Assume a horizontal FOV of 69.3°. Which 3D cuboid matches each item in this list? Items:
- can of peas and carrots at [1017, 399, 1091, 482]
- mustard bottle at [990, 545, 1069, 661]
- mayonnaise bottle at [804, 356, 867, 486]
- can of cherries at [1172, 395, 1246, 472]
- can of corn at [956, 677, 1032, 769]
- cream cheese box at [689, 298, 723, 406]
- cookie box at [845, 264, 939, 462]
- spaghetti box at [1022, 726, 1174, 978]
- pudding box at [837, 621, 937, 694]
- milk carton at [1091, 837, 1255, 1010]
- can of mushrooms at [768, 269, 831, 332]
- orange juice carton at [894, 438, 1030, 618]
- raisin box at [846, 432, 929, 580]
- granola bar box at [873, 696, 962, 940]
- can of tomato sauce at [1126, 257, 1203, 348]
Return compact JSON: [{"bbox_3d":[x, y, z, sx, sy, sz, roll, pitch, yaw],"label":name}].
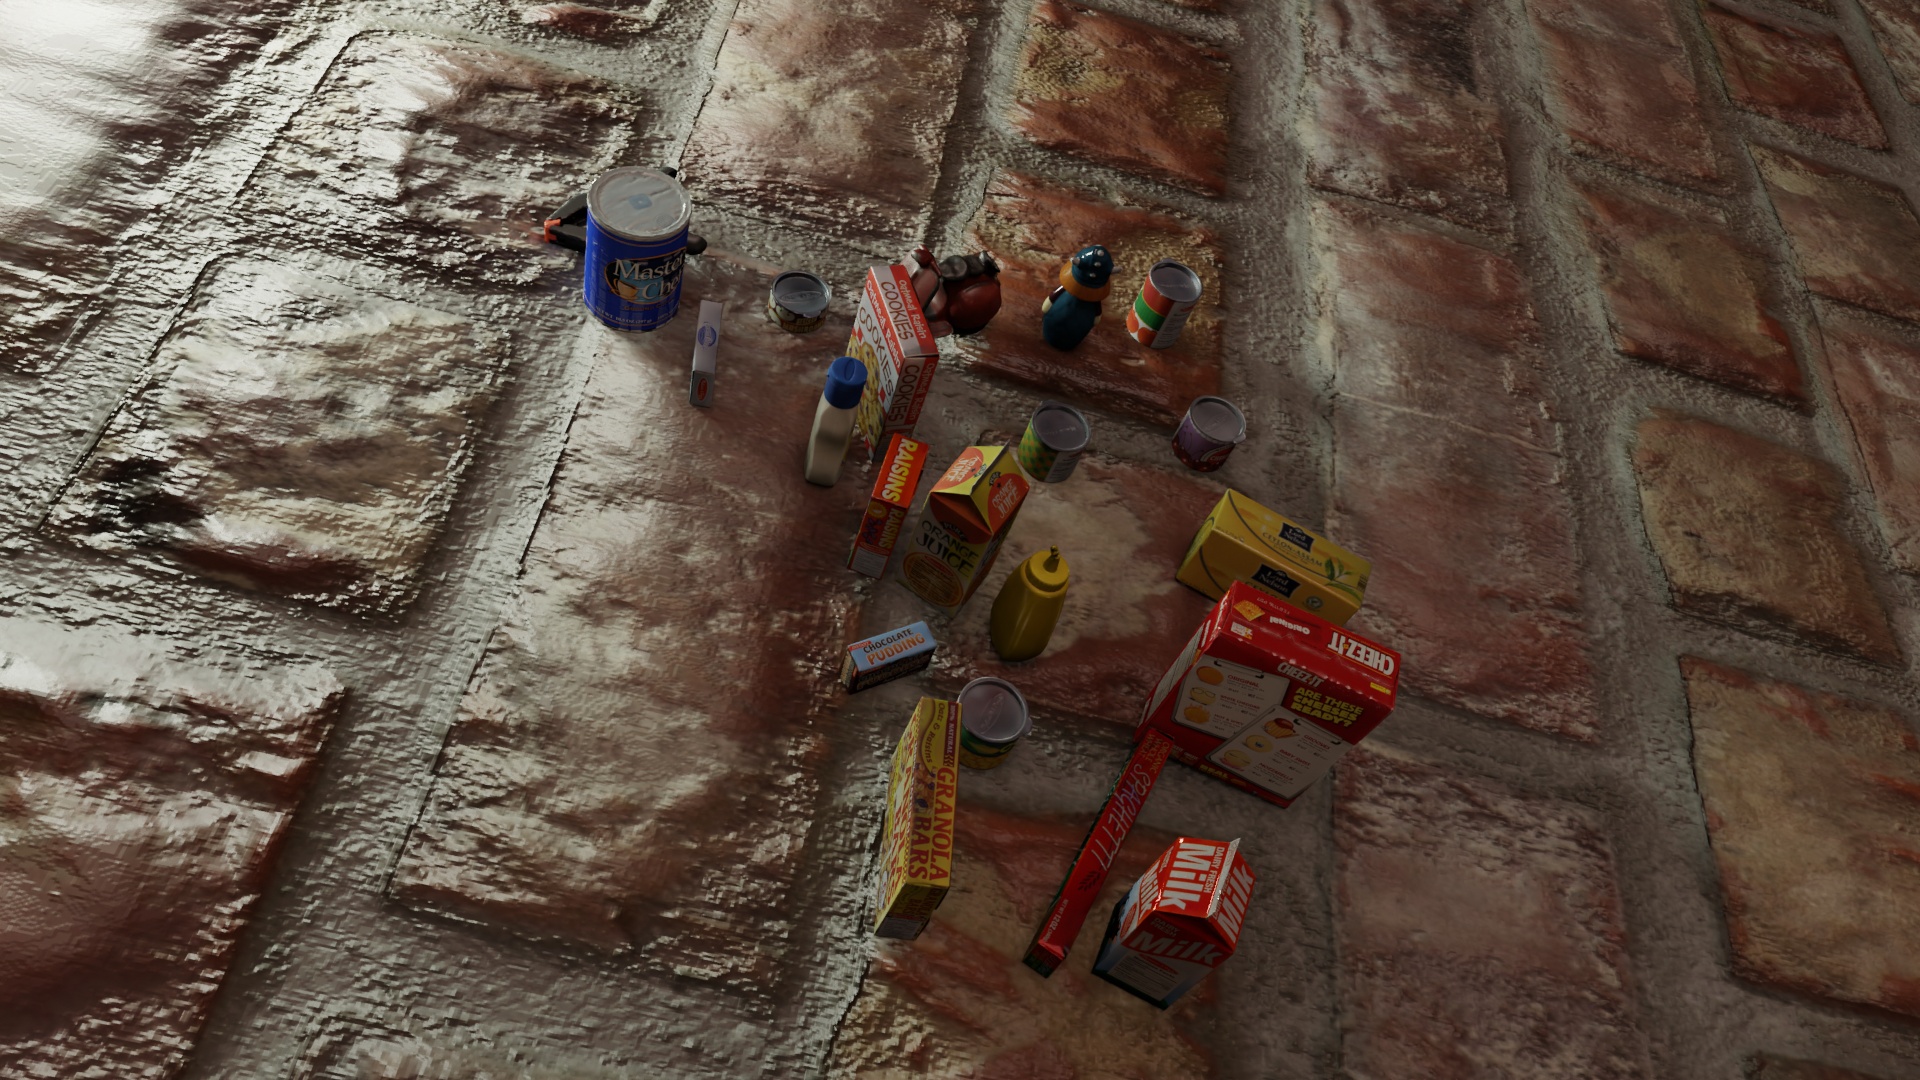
[{"bbox_3d":[0.099,-0.106,1.487,0.071,0.058,0.071,9,53,-12],"label":"can of peas and carrots"},{"bbox_3d":[0.070,0.053,1.299,0.049,0.159,0.065,-5,57,-21],"label":"mustard bottle"},{"bbox_3d":[-0.123,-0.119,1.370,0.041,0.147,0.065,14,53,-8],"label":"mayonnaise bottle"},{"bbox_3d":[0.278,-0.117,1.552,0.071,0.058,0.072,9,53,-12],"label":"can of cherries"},{"bbox_3d":[0.025,0.169,1.266,0.071,0.058,0.071,9,53,-12],"label":"can of corn"},{"bbox_3d":[-0.264,-0.194,1.440,0.024,0.053,0.104,7,54,-12],"label":"cream cheese box"},{"bbox_3d":[-0.074,-0.179,1.417,0.040,0.166,0.123,-8,58,-22],"label":"cookie box"},{"bbox_3d":[0.125,0.270,1.229,0.029,0.050,0.251,31,52,6],"label":"spaghetti box"},{"bbox_3d":[-0.068,0.108,1.285,0.084,0.049,0.030,-16,62,-27],"label":"pudding box"},{"bbox_3d":[0.179,0.307,1.130,0.073,0.189,0.073,27,52,3],"label":"milk carton"},{"bbox_3d":[-0.177,-0.261,1.528,0.071,0.033,0.071,9,53,-12],"label":"can of mushrooms"},{"bbox_3d":[0.005,-0.016,1.308,0.073,0.191,0.072,34,53,8],"label":"orange juice carton"},{"bbox_3d":[-0.070,-0.032,1.339,0.040,0.122,0.086,20,52,-3],"label":"raisin box"},{"bbox_3d":[-0.034,0.232,1.159,0.039,0.123,0.166,11,53,-10],"label":"granola bar box"},{"bbox_3d":[0.239,-0.279,1.641,0.071,0.082,0.071,9,53,-12],"label":"can of tomato sauce"}]
